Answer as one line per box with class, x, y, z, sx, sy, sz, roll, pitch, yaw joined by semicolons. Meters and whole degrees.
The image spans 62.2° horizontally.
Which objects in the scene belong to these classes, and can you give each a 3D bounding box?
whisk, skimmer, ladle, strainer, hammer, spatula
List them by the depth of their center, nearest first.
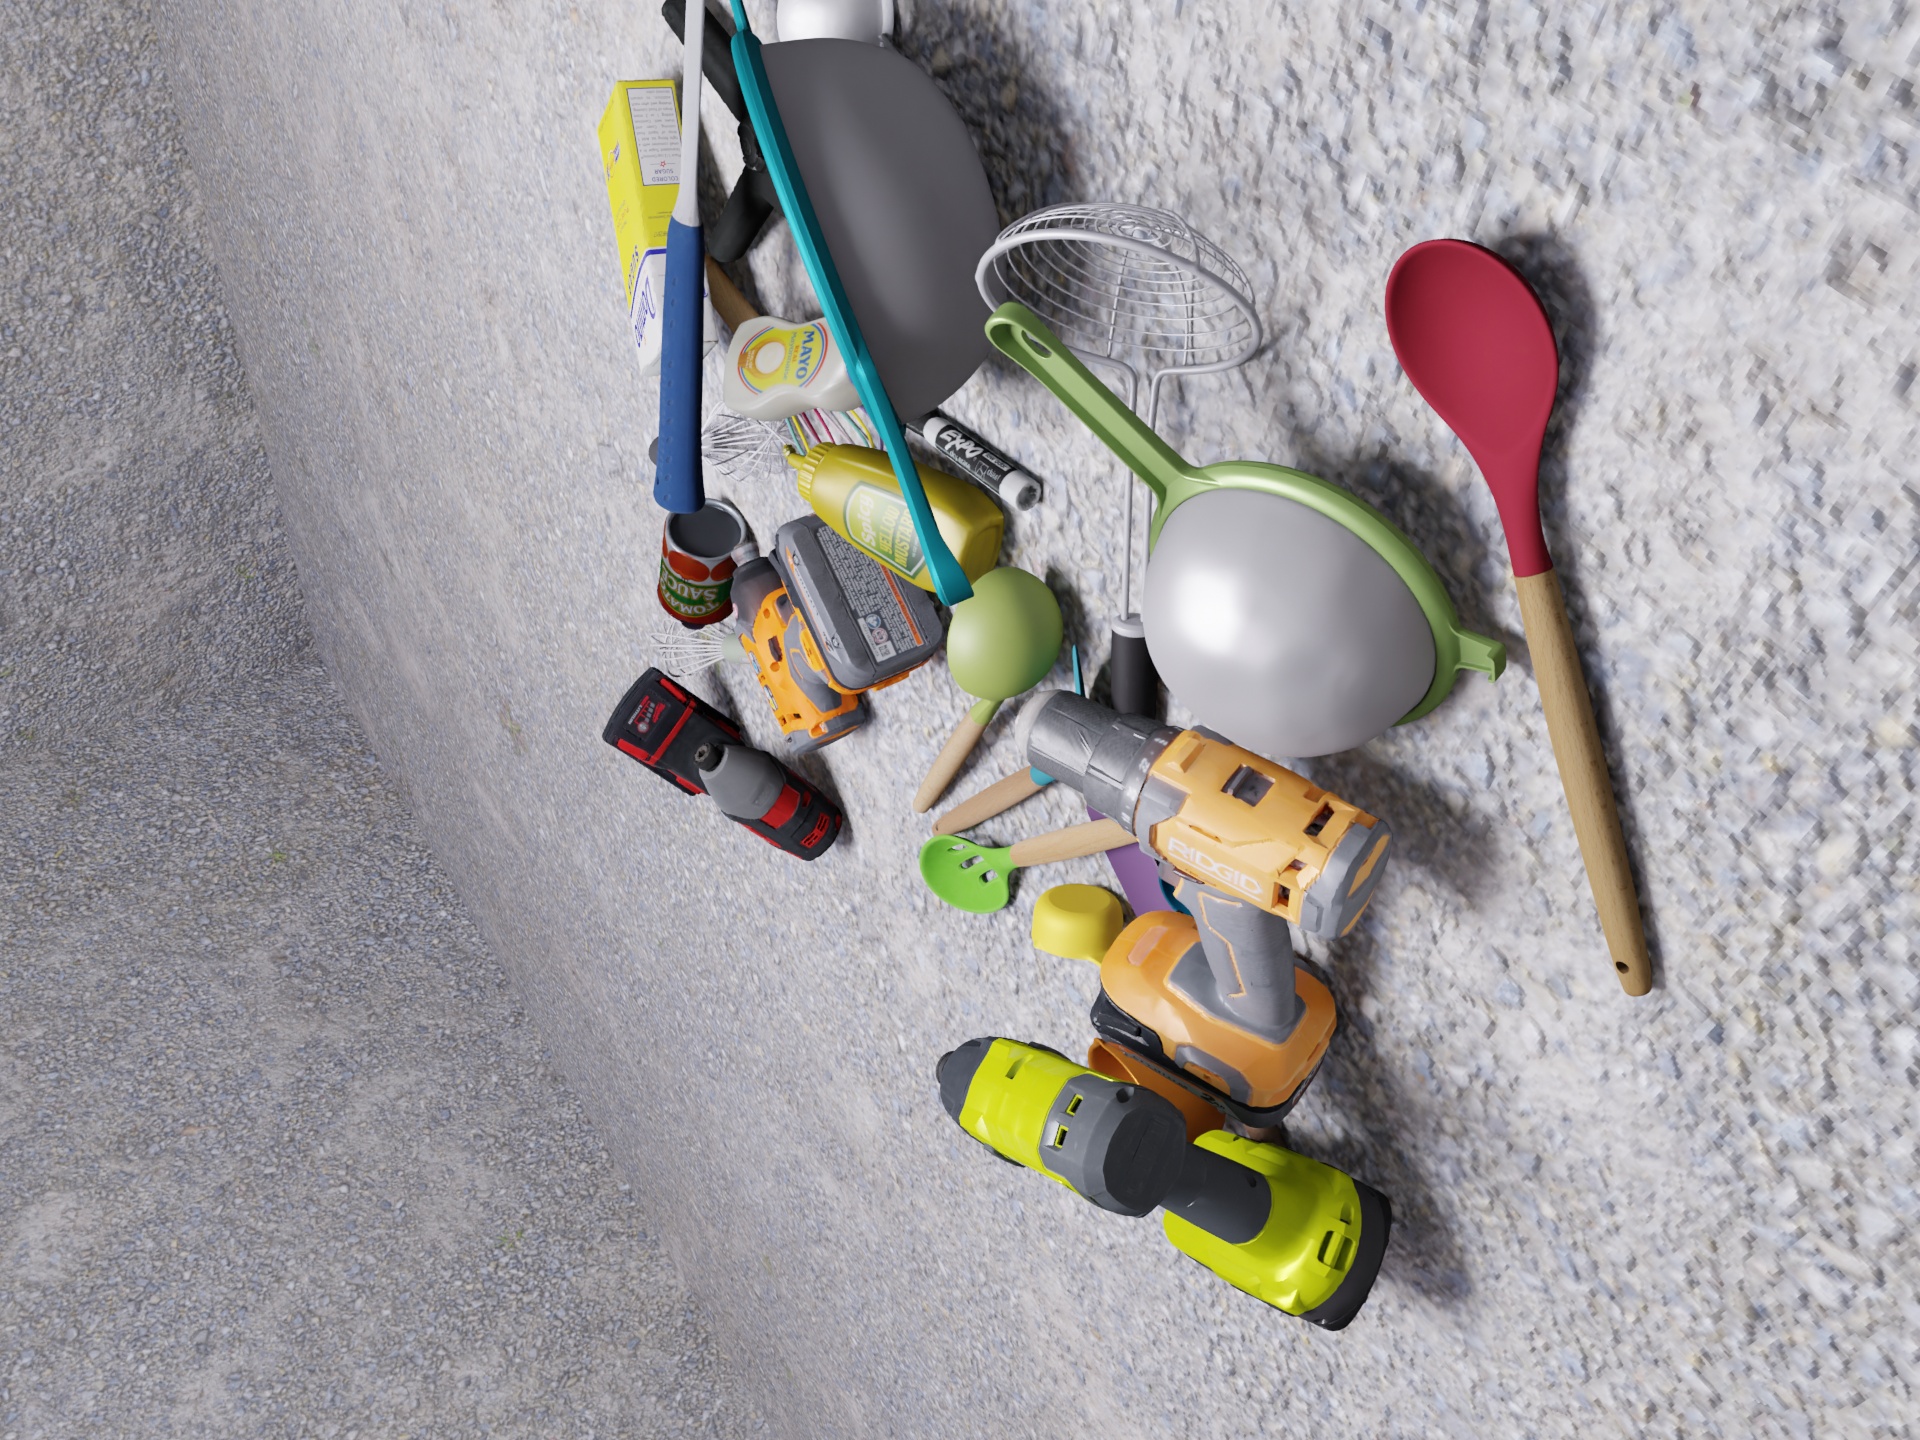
ladle;0.228;-0.033;0.614;0.069;0.031;0.315;4;117;58
strainer;0.094;-0.069;0.676;0.256;0.069;0.151;43;154;-9
strainer;-0.014;-0.201;0.759;0.210;0.095;0.341;63;-173;-57
skimmer;0.076;-0.081;0.776;0.127;0.090;0.363;12;131;19
strainer;-0.107;-0.431;0.878;0.259;0.050;0.086;58;136;22
spatula;0.151;0.186;0.935;0.316;0.018;0.060;64;159;5
hammer;-0.165;-0.314;0.954;0.144;0.035;0.405;49;141;41
spatula;0.030;0.038;1.005;0.317;0.044;0.082;143;125;-64
ladle;-0.002;-0.003;1.019;0.062;0.078;0.320;45;156;6
whisk;-0.124;-0.233;1.064;0.245;0.051;0.047;54;156;28
whisk;-0.188;-0.207;1.187;0.285;0.070;0.070;13;123;63
whisk;-0.193;-0.060;1.324;0.246;0.057;0.059;7;88;54

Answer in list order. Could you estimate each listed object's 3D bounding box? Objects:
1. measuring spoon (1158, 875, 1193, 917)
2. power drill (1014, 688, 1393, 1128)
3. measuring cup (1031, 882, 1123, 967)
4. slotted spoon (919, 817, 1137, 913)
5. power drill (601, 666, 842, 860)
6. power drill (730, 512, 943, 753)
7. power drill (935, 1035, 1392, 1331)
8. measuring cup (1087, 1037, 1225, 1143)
measuring spoon;0.151;0.130;0.901;0.042;0.021;0.128;0;121;55
power drill;0.110;0.089;0.795;0.185;0.084;0.226;27;145;26
measuring cup;0.095;0.136;0.940;0.157;0.062;0.029;32;127;57
slotted spoon;0.051;0.084;1.006;0.070;0.031;0.314;47;156;-8
power drill;-0.204;0.036;1.331;0.143;0.078;0.220;39;173;-40
power drill;-0.103;-0.076;1.114;0.164;0.084;0.226;64;157;3
power drill;0.100;0.230;0.826;0.223;0.080;0.171;33;166;-29
measuring cup;0.111;0.230;1.014;0.095;0.052;0.173;65;164;-2
